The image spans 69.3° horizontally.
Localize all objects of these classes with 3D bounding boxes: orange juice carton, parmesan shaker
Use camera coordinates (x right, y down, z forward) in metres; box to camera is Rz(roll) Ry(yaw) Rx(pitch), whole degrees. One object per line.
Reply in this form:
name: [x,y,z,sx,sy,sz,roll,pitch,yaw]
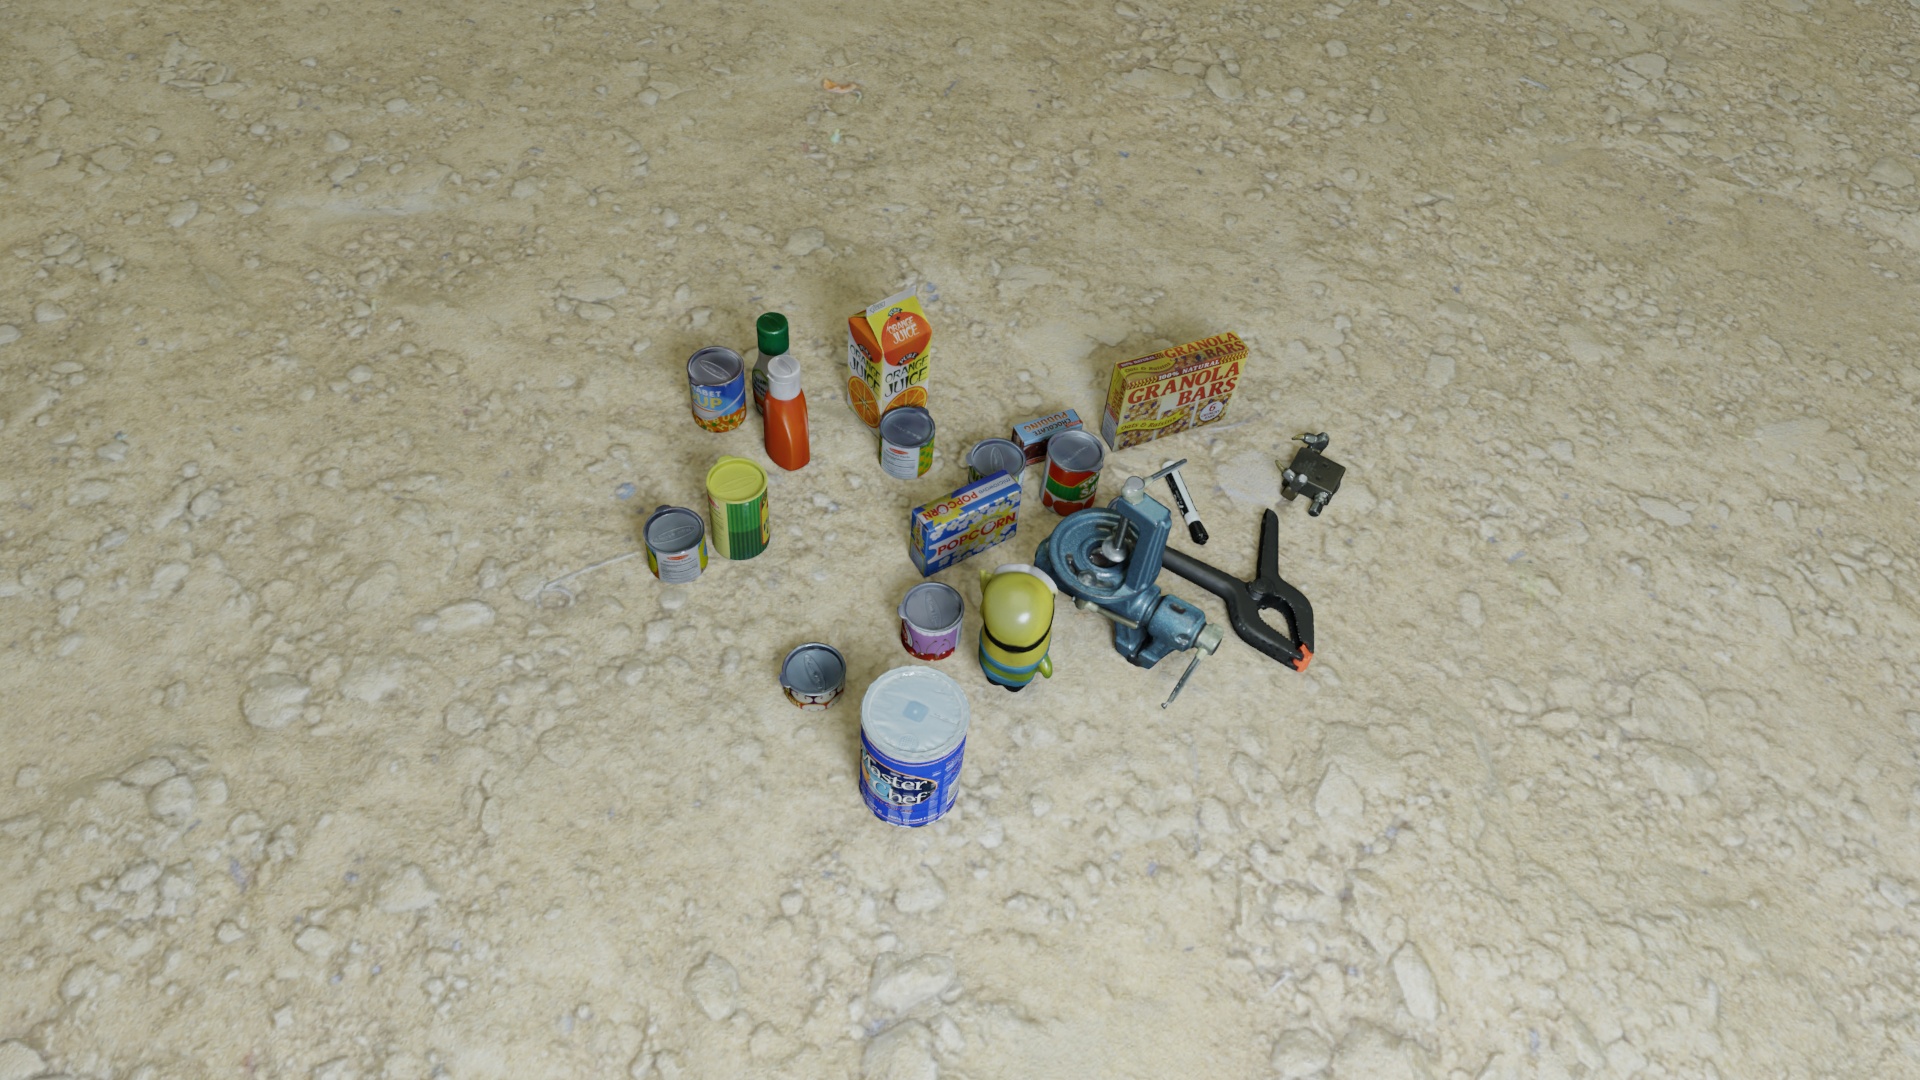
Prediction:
orange juice carton: [-0.084,-0.216,1.636,0.072,0.191,0.073,-29,60,-25]
parmesan shaker: [-0.245,-0.036,1.535,0.071,0.102,0.072,3,52,-3]

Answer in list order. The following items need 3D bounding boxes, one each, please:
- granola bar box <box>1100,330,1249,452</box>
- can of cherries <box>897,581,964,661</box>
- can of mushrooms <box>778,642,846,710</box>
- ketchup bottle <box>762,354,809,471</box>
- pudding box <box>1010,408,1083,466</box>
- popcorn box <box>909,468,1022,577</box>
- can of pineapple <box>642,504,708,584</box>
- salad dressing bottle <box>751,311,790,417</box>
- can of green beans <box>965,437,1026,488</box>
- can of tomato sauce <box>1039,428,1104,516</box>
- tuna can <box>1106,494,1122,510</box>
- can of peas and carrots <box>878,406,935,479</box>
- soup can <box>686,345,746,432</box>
granola bar box: [0.257,-0.181,1.683,0.166,0.123,0.039,-17,55,-18]
can of cherries: [-0.033,0.087,1.486,0.071,0.058,0.072,3,52,-3]
can of mushrooms: [-0.155,0.143,1.446,0.071,0.033,0.071,3,52,-3]
ketchup bottle: [-0.202,-0.149,1.599,0.044,0.148,0.065,-30,60,-25]
pudding box: [0.103,-0.123,1.670,0.084,0.049,0.030,-18,56,-19]
popcorn box: [0.006,-0.020,1.557,0.127,0.084,0.038,-25,58,-22]
can of pineapple: [-0.312,0.004,1.526,0.071,0.057,0.071,3,52,-3]
salad dressing bottle: [-0.220,-0.205,1.643,0.044,0.146,0.064,-35,62,-28]
can of green beans: [0.042,-0.077,1.623,0.071,0.057,0.071,3,52,-3]
can of tomato sauce: [0.131,-0.077,1.615,0.071,0.082,0.071,3,52,-3]
tuna can: [0.196,-0.018,1.606,0.071,0.032,0.071,3,52,-3]
can of peas and carrots: [-0.063,-0.117,1.644,0.071,0.058,0.071,3,52,-3]
soup can: [-0.292,-0.178,1.656,0.071,0.083,0.072,3,52,-3]
